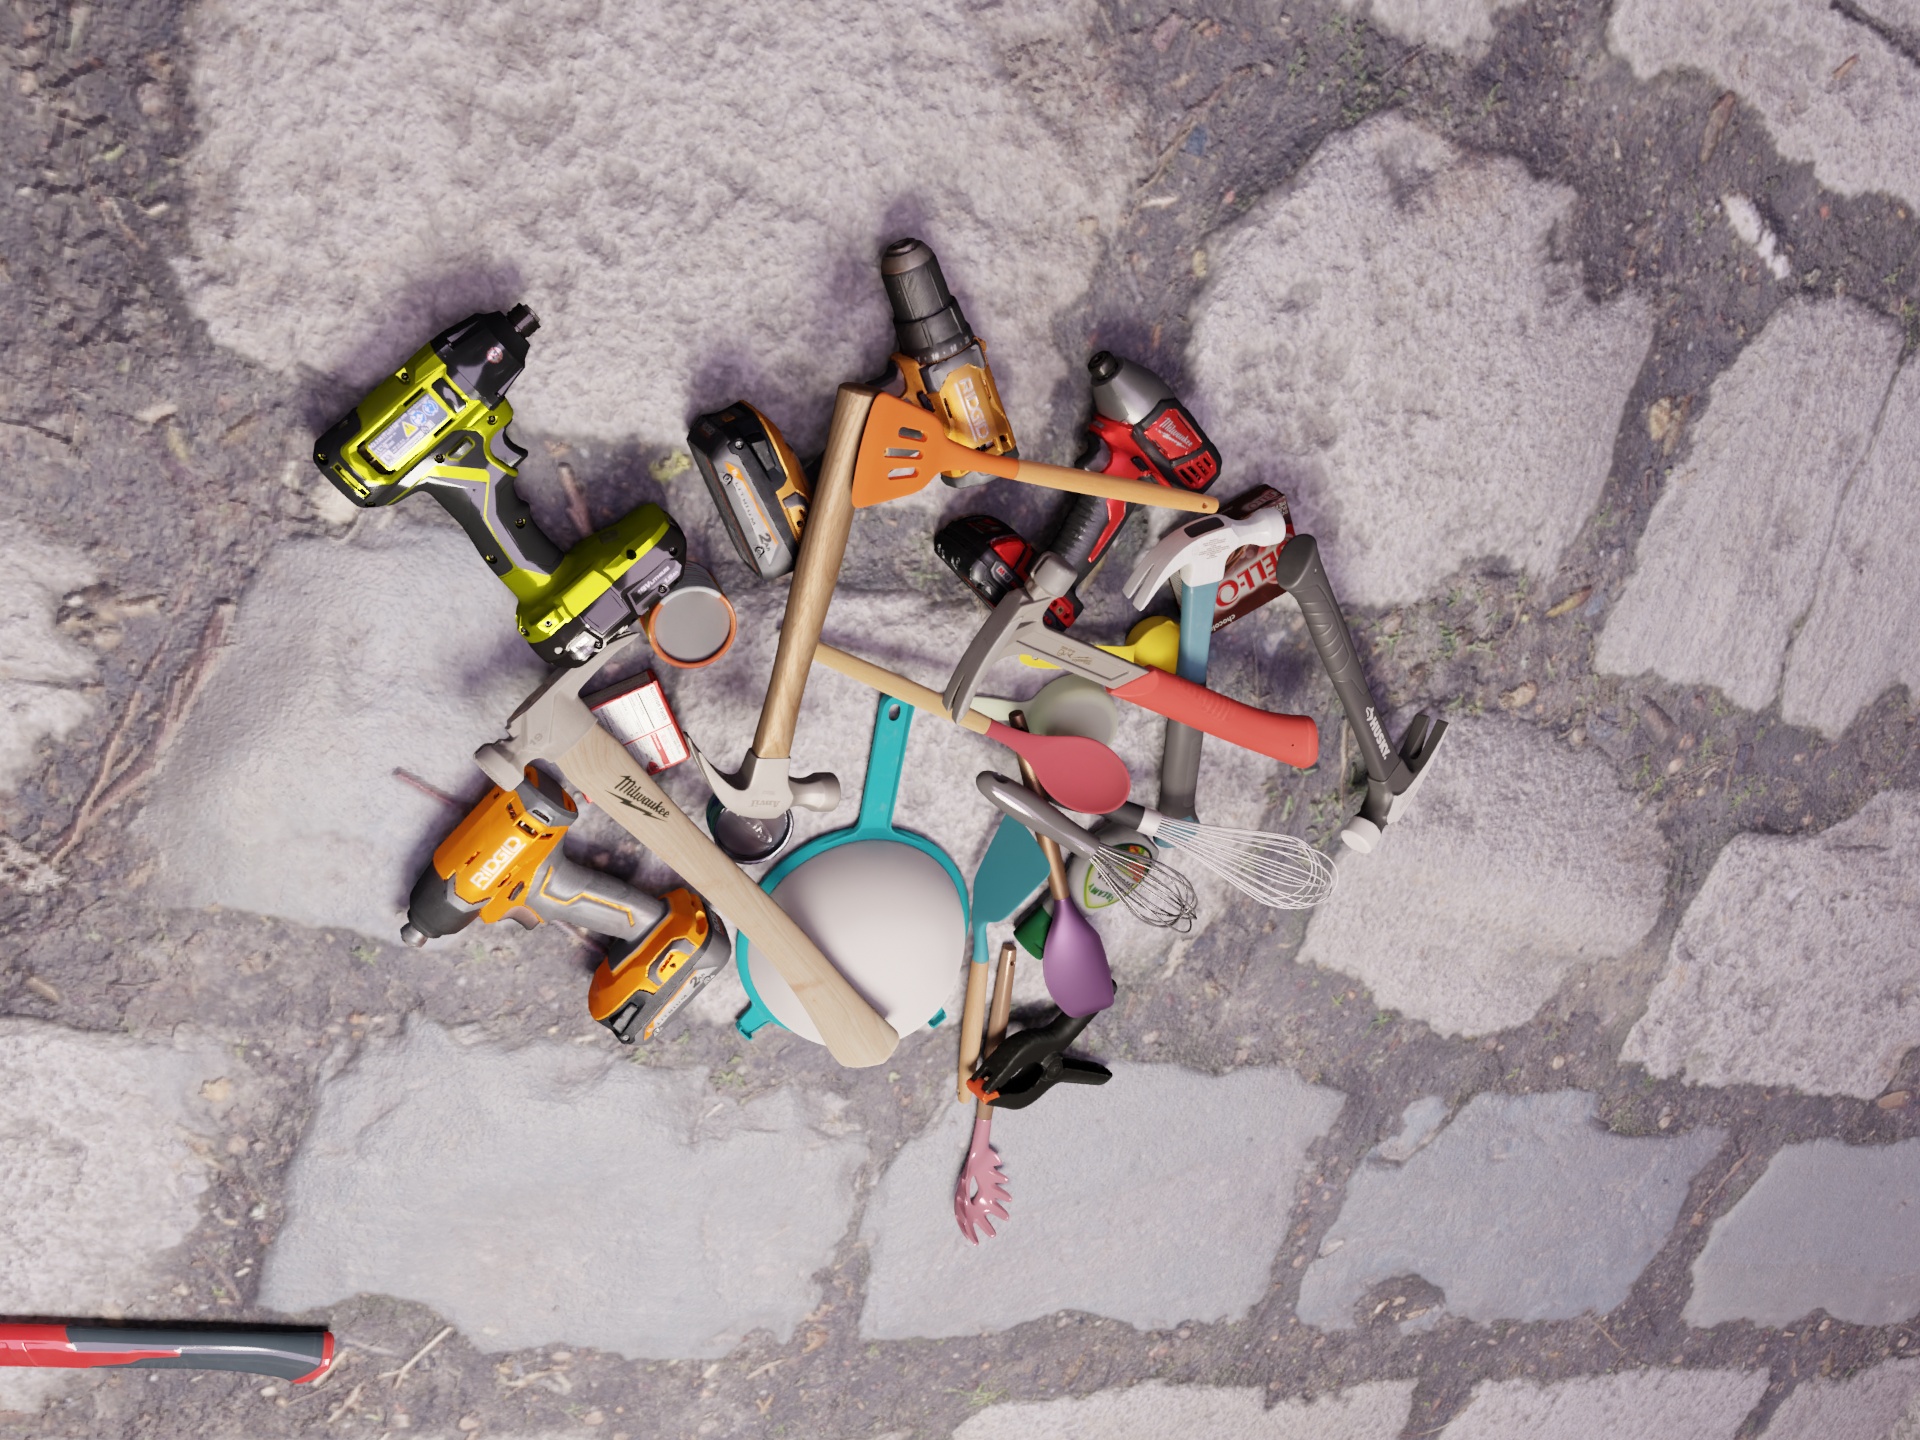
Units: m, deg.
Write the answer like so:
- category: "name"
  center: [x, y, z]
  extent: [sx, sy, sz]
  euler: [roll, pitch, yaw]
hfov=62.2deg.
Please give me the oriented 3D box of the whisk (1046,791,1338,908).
- category: "whisk"
  center: [0.193, 0.100, 1.383]
  extent: [0.284, 0.070, 0.070]
  euler: [20, 107, -2]

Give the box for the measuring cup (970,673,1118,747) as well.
- category: "measuring cup"
  center: [0.058, -0.001, 1.335]
  extent: [0.167, 0.038, 0.083]
  euler: [5, 112, -25]

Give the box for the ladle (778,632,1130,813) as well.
- category: "ladle"
  center: [-0.002, -0.004, 1.278]
  extent: [0.315, 0.031, 0.069]
  euler: [24, 121, -16]

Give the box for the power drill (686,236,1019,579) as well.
- category: "power drill"
  center: [-0.080, -0.224, 1.149]
  extent: [0.226, 0.084, 0.185]
  euler: [-29, 122, -12]

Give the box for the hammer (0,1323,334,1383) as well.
- category: "hammer"
  center: [-0.698, 0.484, 1.261]
  extent: [0.386, 0.038, 0.143]
  euler: [13, 107, -27]

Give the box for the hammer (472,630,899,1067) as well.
- category: "hammer"
  center: [-0.176, 0.118, 1.219]
  extent: [0.146, 0.038, 0.410]
  euler: [-47, 115, -15]

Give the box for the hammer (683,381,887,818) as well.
- category: "hammer"
  center: [-0.112, -0.078, 1.133]
  extent: [0.130, 0.031, 0.331]
  euler: [0, 116, -35]

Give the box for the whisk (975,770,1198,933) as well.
- category: "whisk"
  center: [0.108, 0.110, 1.336]
  extent: [0.238, 0.055, 0.055]
  euler: [34, 99, -18]

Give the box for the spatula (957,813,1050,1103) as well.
- category: "spatula"
  center: [0.026, 0.228, 1.414]
  extent: [0.044, 0.082, 0.317]
  euler: [-11, 129, -23]

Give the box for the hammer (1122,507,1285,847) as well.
- category: "hammer"
  center: [0.195, -0.024, 1.350]
  extent: [0.128, 0.033, 0.330]
  euler: [-13, 129, -16]

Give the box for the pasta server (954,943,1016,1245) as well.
- category: "pasta server"
  center: [0.031, 0.353, 1.497]
  extent: [0.060, 0.040, 0.316]
  euler: [-11, 118, -39]

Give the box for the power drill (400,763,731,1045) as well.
- category: "power drill"
  center: [-0.310, 0.156, 1.239]
  extent: [0.164, 0.084, 0.226]
  euler: [-46, 118, 4]

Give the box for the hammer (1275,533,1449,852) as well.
- category: "hammer"
  center: [0.344, -0.036, 1.389]
  extent: [0.146, 0.035, 0.334]
  euler: [-49, 132, -18]

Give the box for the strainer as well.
- category: "strainer"
  center: [-0.066, 0.145, 1.322]
  extent: [0.211, 0.095, 0.340]
  euler: [1, 115, -23]

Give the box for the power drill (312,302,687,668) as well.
- category: "power drill"
  center: [-0.299, -0.160, 1.092]
  extent: [0.171, 0.080, 0.223]
  euler: [-41, 119, 1]

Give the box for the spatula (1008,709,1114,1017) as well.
- category: "spatula"
  center: [0.080, 0.131, 1.377]
  extent: [0.060, 0.018, 0.315]
  euler: [-16, 116, -4]

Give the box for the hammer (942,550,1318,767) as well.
- category: "hammer"
  center: [0.159, -0.015, 1.293]
  extent: [0.358, 0.037, 0.149]
  euler: [20, 114, -35]

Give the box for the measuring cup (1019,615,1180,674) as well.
- category: "measuring cup"
  center: [0.120, -0.060, 1.342]
  extent: [0.156, 0.029, 0.062]
  euler: [-2, 117, -16]

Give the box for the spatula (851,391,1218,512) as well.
- category: "spatula"
  center: [0.064, -0.178, 1.165]
  extent: [0.322, 0.041, 0.081]
  euler: [5, 110, -29]

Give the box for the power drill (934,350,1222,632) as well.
- category: "power drill"
  center: [0.092, -0.176, 1.246]
  extent: [0.219, 0.079, 0.143]
  euler: [-46, 123, 0]
